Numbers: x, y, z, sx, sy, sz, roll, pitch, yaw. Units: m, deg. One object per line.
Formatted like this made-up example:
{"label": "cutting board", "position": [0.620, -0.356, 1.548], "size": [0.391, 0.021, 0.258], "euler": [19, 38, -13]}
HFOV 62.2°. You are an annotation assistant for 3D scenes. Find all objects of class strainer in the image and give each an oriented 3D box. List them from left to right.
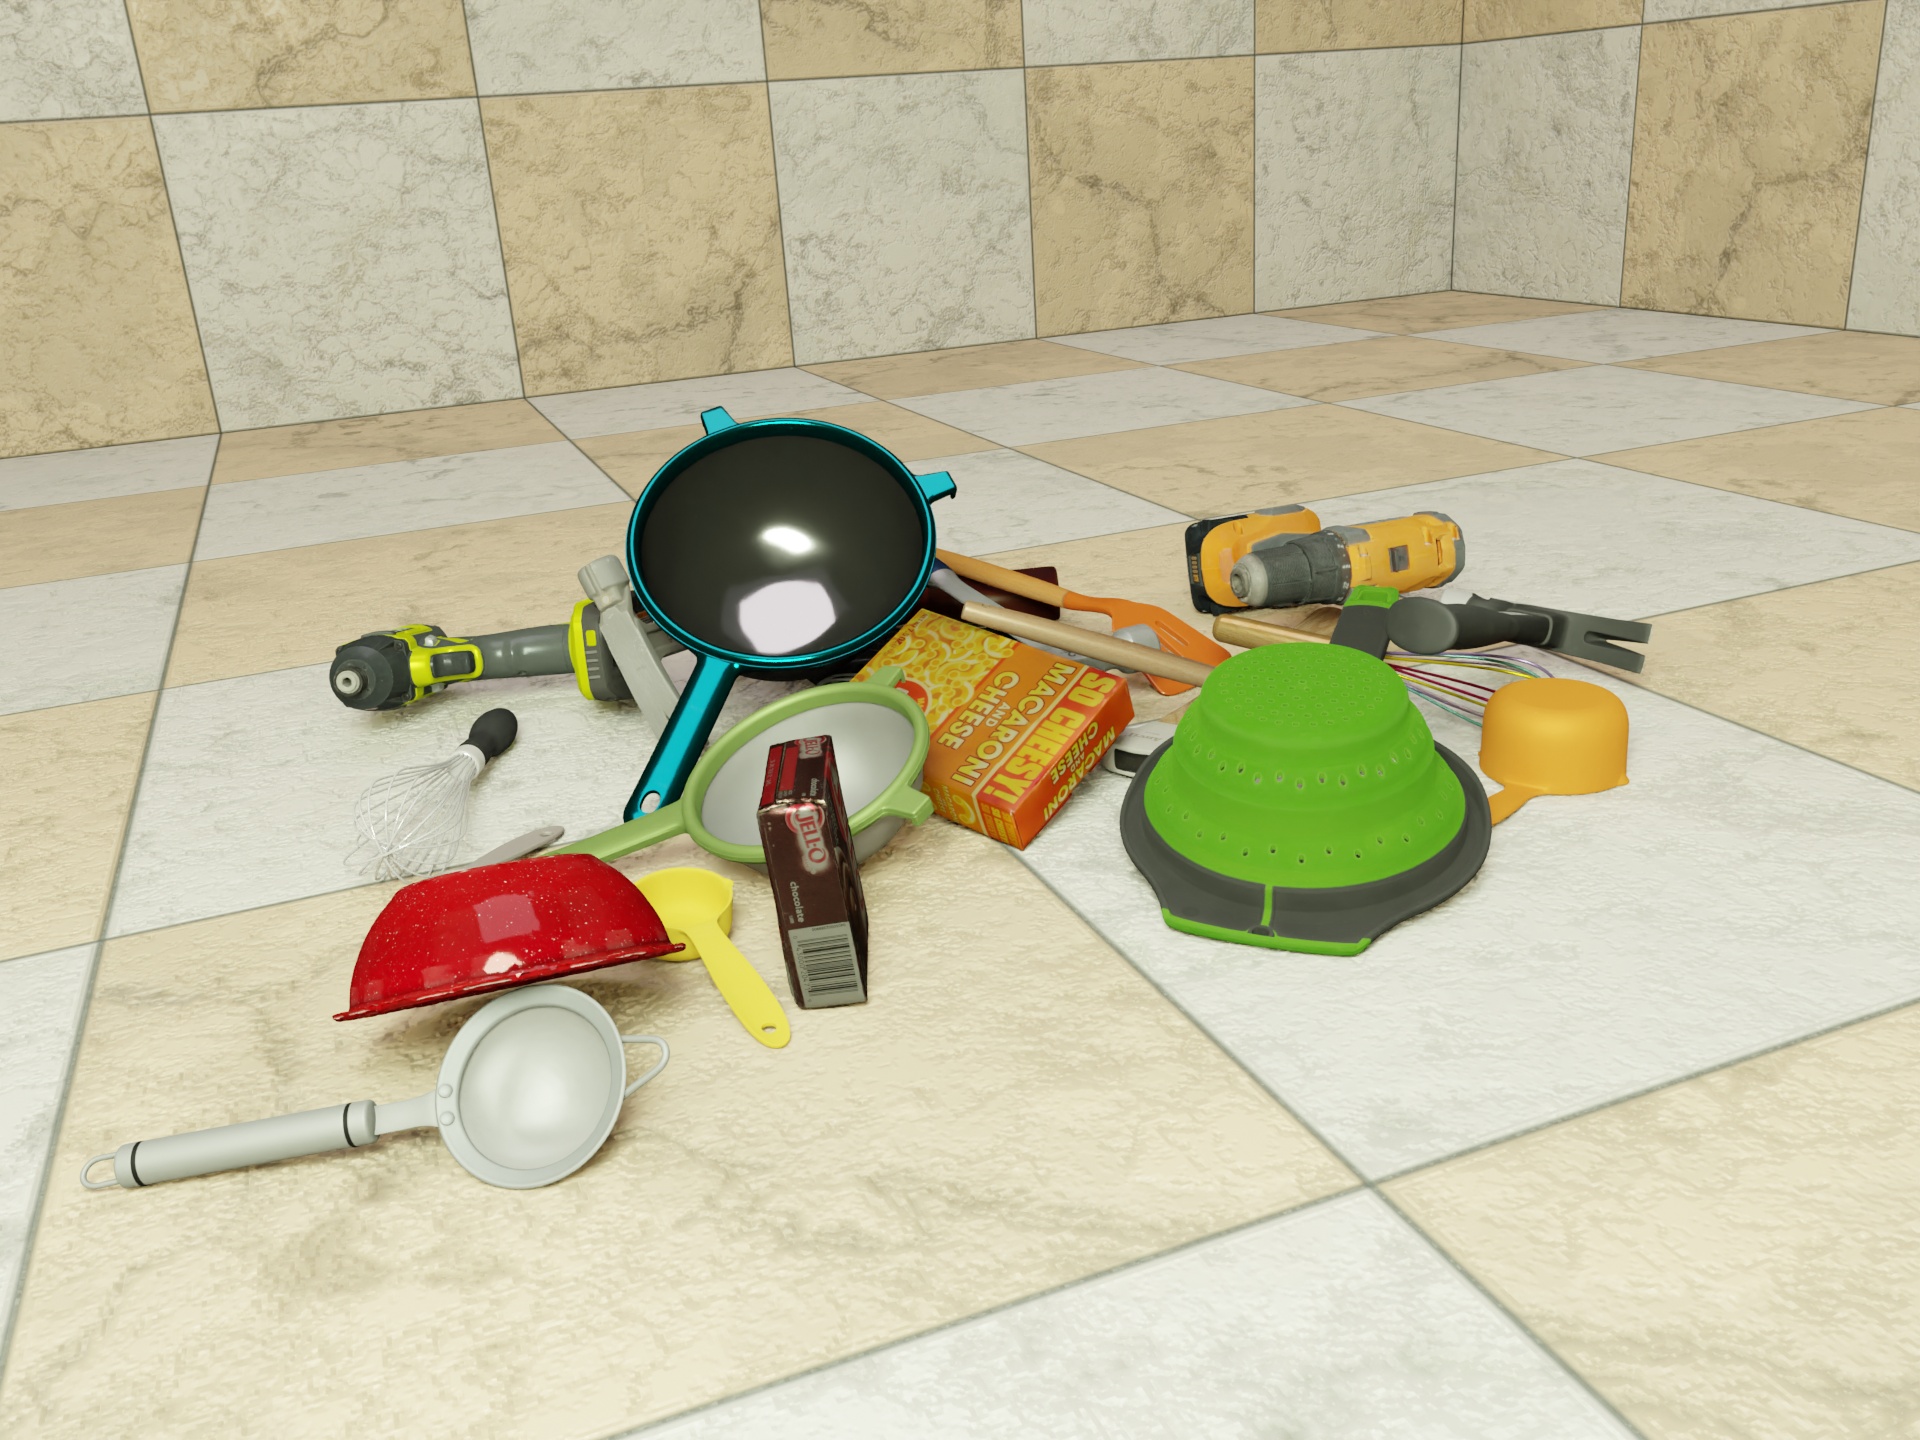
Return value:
{"label": "strainer", "position": [-0.248, 0.170, 0.683], "size": [0.258, 0.050, 0.087], "euler": [-10, 64, -2]}
{"label": "strainer", "position": [-0.130, 0.067, 0.928], "size": [0.256, 0.069, 0.152], "euler": [-21, 34, 4]}
{"label": "strainer", "position": [-0.143, -0.051, 1.087], "size": [0.211, 0.095, 0.341], "euler": [17, 62, 8]}

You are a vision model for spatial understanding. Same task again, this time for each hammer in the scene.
{"label": "hammer", "position": [-0.182, -0.071, 1.258], "size": [0.036, 0.149, 0.359], "euler": [-27, 3, 16]}
{"label": "hammer", "position": [-0.016, -0.109, 1.262], "size": [0.144, 0.035, 0.406], "euler": [-13, 28, -26]}
{"label": "hammer", "position": [0.201, -0.026, 1.141], "size": [0.130, 0.031, 0.331], "euler": [10, 24, 32]}
{"label": "hammer", "position": [0.340, -0.058, 1.005], "size": [0.146, 0.035, 0.334], "euler": [15, 10, 29]}

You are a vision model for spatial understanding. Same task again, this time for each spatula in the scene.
{"label": "spatula", "position": [0.070, -0.095, 1.285], "size": [0.081, 0.041, 0.323], "euler": [-29, 36, -35]}
{"label": "spatula", "position": [0.153, -0.030, 1.043], "size": [0.316, 0.018, 0.060], "euler": [16, 30, -4]}

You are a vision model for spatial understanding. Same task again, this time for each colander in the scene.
{"label": "colander", "position": [0.218, -0.021, 0.942], "size": [0.204, 0.094, 0.397], "euler": [6, 32, 21]}

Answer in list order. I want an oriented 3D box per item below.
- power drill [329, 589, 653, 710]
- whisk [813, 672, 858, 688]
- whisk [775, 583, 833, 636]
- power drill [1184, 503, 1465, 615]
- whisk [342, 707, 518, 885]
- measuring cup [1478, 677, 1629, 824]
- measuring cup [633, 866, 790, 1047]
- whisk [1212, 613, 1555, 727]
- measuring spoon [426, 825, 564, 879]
{"label": "power drill", "position": [-0.351, -0.046, 1.204], "size": [0.223, 0.080, 0.171], "euler": [-6, 8, 0]}
{"label": "whisk", "position": [-0.001, -0.004, 1.068], "size": [0.239, 0.055, 0.055], "euler": [2, 21, 26]}
{"label": "whisk", "position": [-0.100, -0.096, 1.275], "size": [0.058, 0.059, 0.246], "euler": [-32, 5, 16]}
{"label": "power drill", "position": [0.260, -0.125, 1.268], "size": [0.185, 0.084, 0.226], "euler": [-11, 10, -20]}
{"label": "whisk", "position": [-0.331, 0.038, 1.039], "size": [0.070, 0.070, 0.285], "euler": [-4, 16, 0]}
{"label": "measuring cup", "position": [0.343, 0.018, 0.964], "size": [0.095, 0.052, 0.173], "euler": [14, 25, 39]}
{"label": "measuring cup", "position": [-0.124, 0.127, 0.812], "size": [0.062, 0.029, 0.157], "euler": [-14, 34, -27]}
{"label": "whisk", "position": [0.292, -0.036, 1.099], "size": [0.245, 0.051, 0.047], "euler": [15, 3, 24]}
{"label": "measuring spoon", "position": [-0.274, 0.088, 0.952], "size": [0.034, 0.018, 0.124], "euler": [3, 15, 19]}
